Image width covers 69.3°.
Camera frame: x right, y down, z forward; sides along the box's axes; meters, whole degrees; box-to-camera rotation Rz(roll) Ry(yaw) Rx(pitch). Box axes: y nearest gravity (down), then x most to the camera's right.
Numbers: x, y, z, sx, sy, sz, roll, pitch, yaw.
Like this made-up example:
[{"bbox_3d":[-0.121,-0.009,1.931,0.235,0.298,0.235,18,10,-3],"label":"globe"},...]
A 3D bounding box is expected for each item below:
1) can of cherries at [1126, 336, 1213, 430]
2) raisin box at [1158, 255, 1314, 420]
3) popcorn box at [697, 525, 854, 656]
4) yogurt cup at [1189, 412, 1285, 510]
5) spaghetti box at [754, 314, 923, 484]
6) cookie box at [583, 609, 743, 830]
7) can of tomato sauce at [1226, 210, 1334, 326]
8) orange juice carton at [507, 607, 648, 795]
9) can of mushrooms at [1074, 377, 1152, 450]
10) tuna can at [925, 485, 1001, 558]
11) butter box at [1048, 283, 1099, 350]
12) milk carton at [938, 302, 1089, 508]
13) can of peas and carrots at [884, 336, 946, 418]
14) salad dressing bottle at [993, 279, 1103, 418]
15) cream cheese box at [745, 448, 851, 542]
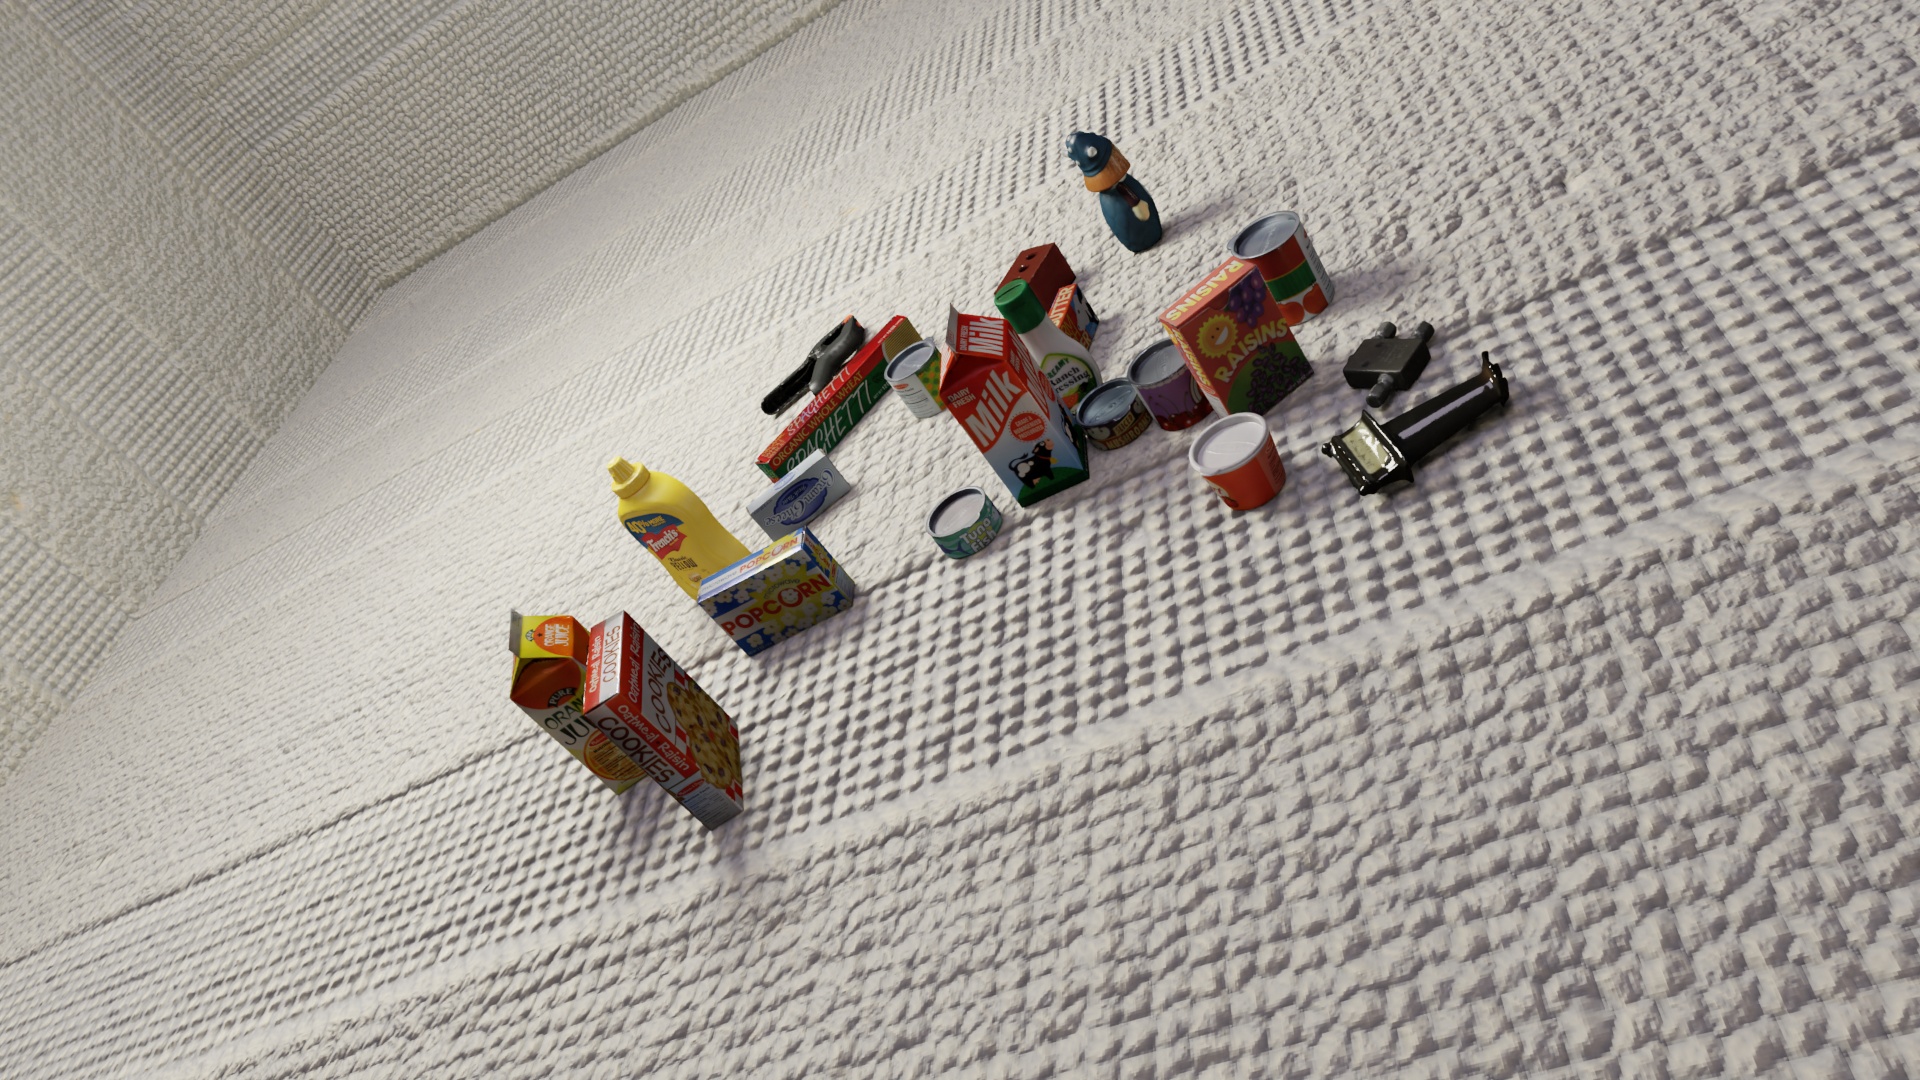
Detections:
[{"bbox_3d":[0.194,-0.141,1.245,0.071,0.058,0.072,-26,33,19],"label":"can of cherries"},{"bbox_3d":[0.234,-0.165,1.174,0.086,0.123,0.040,-39,31,-2],"label":"raisin box"},{"bbox_3d":[-0.178,0.051,1.341,0.126,0.085,0.038,-27,33,17],"label":"popcorn box"},{"bbox_3d":[0.225,-0.061,1.114,0.072,0.053,0.073,-26,33,19],"label":"yogurt cup"},{"bbox_3d":[-0.135,-0.160,1.606,0.251,0.050,0.029,-49,33,-18],"label":"spaghetti box"},{"bbox_3d":[-0.256,0.155,1.204,0.040,0.167,0.123,-33,32,8],"label":"cookie box"},{"bbox_3d":[0.291,-0.245,1.260,0.071,0.083,0.071,-26,33,19],"label":"can of tomato sauce"},{"bbox_3d":[-0.354,0.142,1.295,0.073,0.192,0.072,-34,31,6],"label":"orange juice carton"},{"bbox_3d":[0.143,-0.117,1.287,0.071,0.033,0.071,-26,33,19],"label":"can of mushrooms"},{"bbox_3d":[0.005,-0.016,1.296,0.071,0.032,0.071,-26,33,19],"label":"tuna can"},{"bbox_3d":[0.110,-0.212,1.426,0.024,0.053,0.104,-12,39,36],"label":"butter box"},{"bbox_3d":[0.039,-0.127,1.255,0.073,0.190,0.073,-25,34,21],"label":"milk carton"},{"bbox_3d":[-0.039,-0.179,1.527,0.071,0.058,0.071,-26,33,19],"label":"can of peas and carrots"},{"bbox_3d":[0.083,-0.181,1.322,0.064,0.147,0.044,-30,32,13],"label":"salad dressing bottle"},{"bbox_3d":[-0.174,-0.046,1.493,0.104,0.053,0.024,-39,31,-3],"label":"cream cheese box"}]
